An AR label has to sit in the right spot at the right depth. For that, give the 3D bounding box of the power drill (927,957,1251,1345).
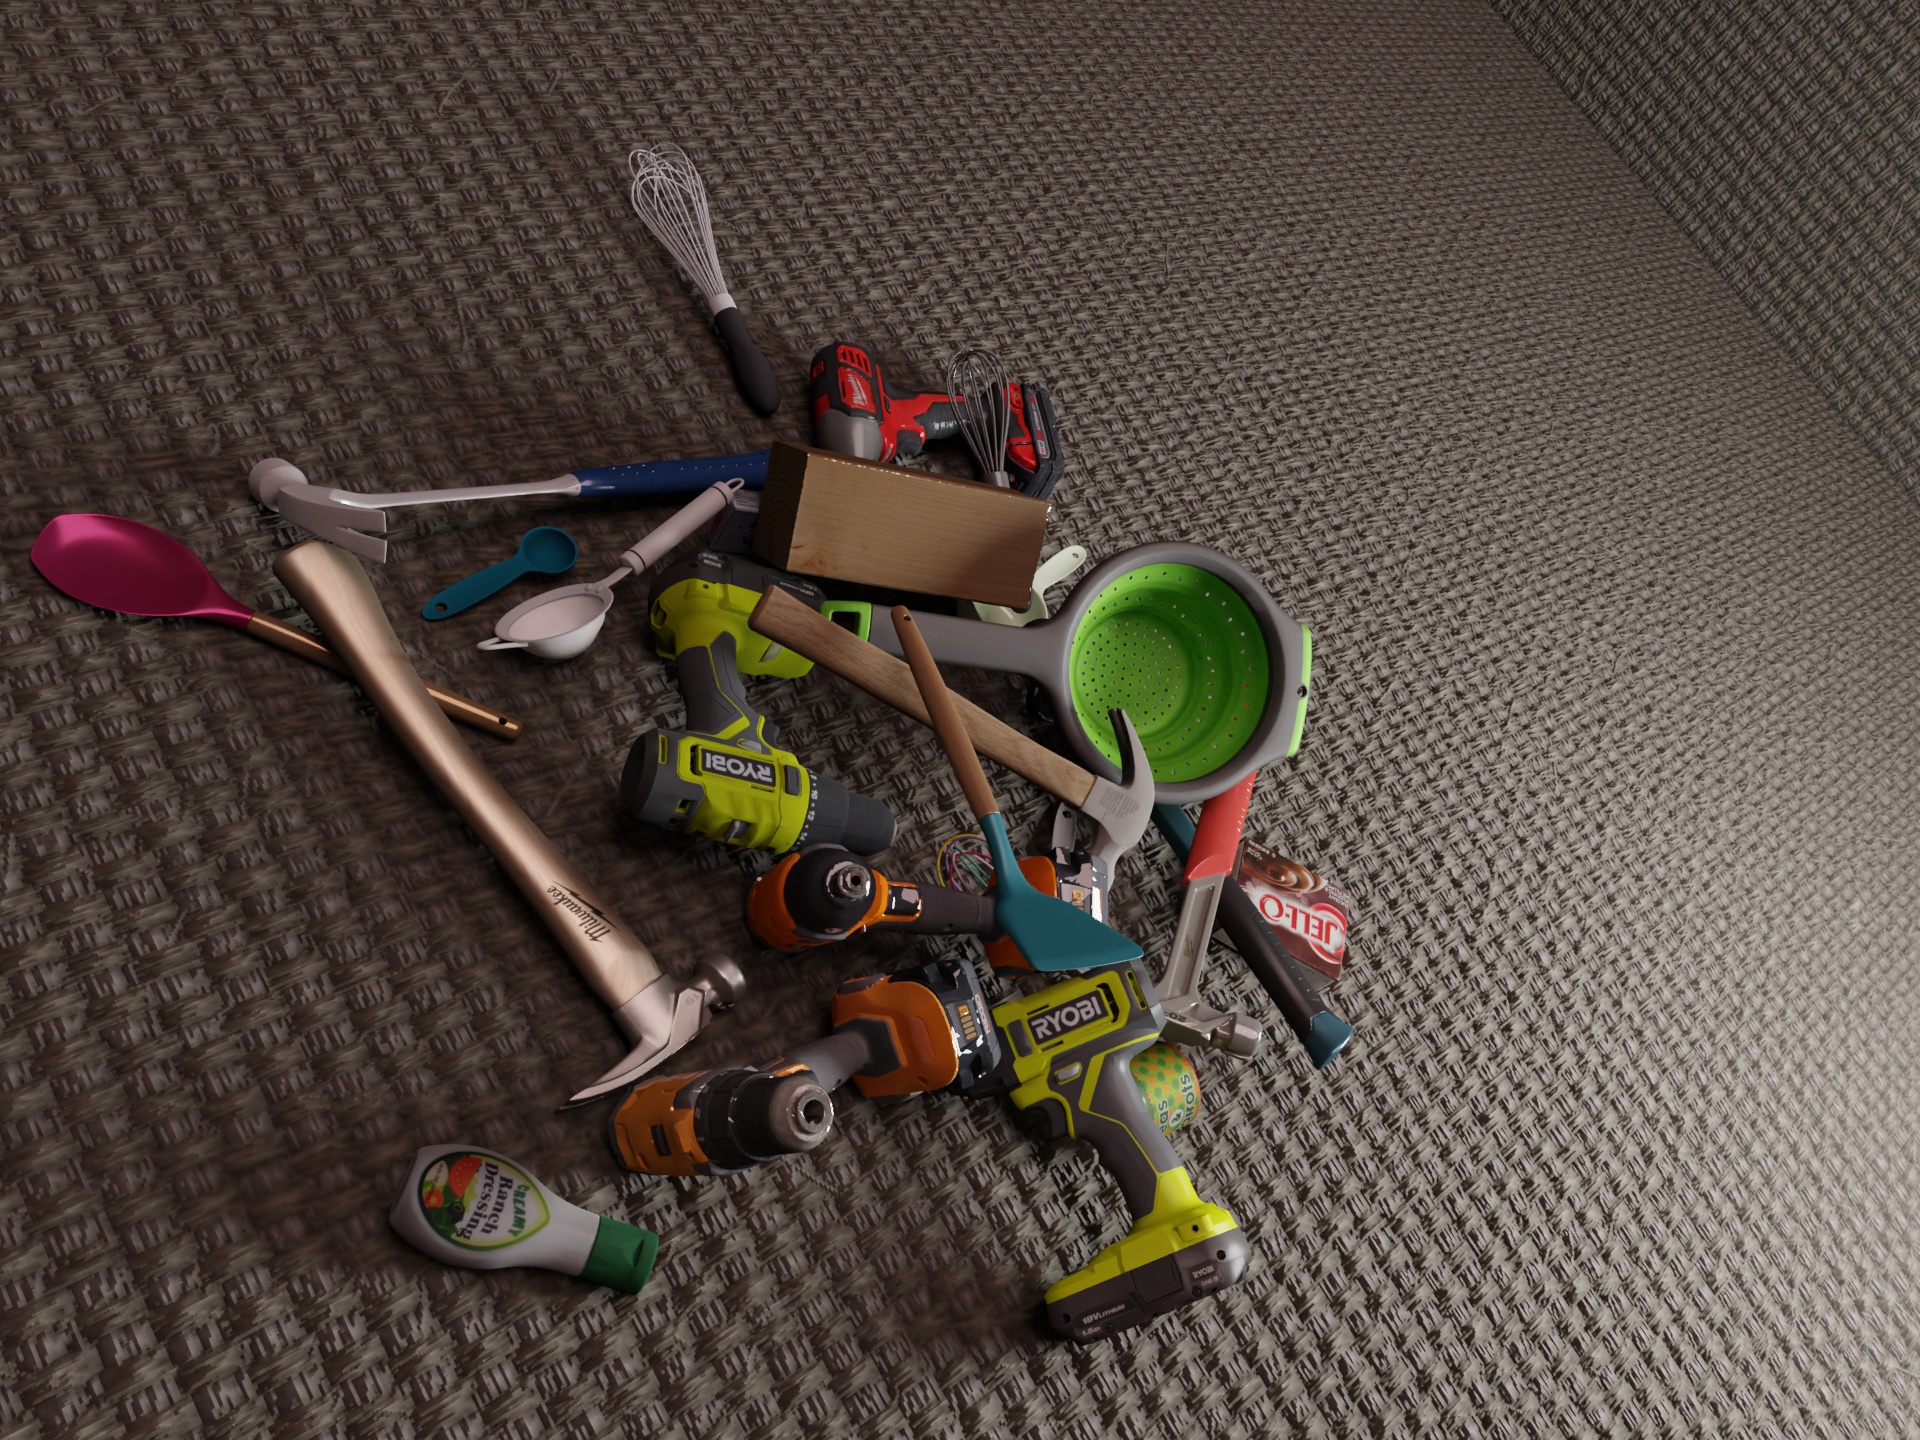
[{"bbox_3d":[0.084,0.290,1.066,0.171,0.080,0.223,-23,69,3],"label":"power drill"}]

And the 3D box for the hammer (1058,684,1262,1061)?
[{"bbox_3d":[0.192,0.092,1.254,0.149,0.036,0.359,22,50,1],"label":"hammer"}]

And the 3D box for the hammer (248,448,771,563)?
[{"bbox_3d":[-0.295,-0.171,1.180,0.405,0.035,0.144,-13,31,-43],"label":"hammer"}]

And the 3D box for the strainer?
[{"bbox_3d":[-0.245,-0.109,1.168,0.258,0.087,0.050,-45,132,-32],"label":"strainer"}]

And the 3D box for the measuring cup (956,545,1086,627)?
[{"bbox_3d":[0.058,-0.110,1.389,0.083,0.038,0.167,47,45,5],"label":"measuring cup"}]

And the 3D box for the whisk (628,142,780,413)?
[{"bbox_3d":[-0.223,-0.389,1.398,0.070,0.070,0.285,-15,72,-38],"label":"whisk"}]

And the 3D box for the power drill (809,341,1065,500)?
[{"bbox_3d":[-0.025,-0.251,1.411,0.219,0.078,0.143,7,55,-25],"label":"power drill"}]

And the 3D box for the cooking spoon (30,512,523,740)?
[{"bbox_3d":[-0.442,-0.054,1.047,0.318,0.017,0.069,24,54,-15],"label":"cooking spoon"}]

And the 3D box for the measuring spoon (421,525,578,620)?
[{"bbox_3d":[-0.335,-0.100,1.153,0.128,0.021,0.042,-36,78,-33],"label":"measuring spoon"}]

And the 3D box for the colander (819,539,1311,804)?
[{"bbox_3d":[0.076,-0.048,1.245,0.397,0.094,0.204,8,88,-16],"label":"colander"}]

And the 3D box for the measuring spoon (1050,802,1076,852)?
[{"bbox_3d":[0.076,0.111,1.264,0.034,0.018,0.124,28,41,-13],"label":"measuring spoon"}]

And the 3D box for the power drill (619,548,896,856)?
[{"bbox_3d":[-0.142,-0.004,1.137,0.190,0.080,0.229,15,44,-25],"label":"power drill"}]

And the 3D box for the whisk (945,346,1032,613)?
[{"bbox_3d":[0.030,-0.206,1.350,0.055,0.055,0.239,-6,81,-35],"label":"whisk"}]

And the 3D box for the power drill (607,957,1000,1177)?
[{"bbox_3d":[-0.079,0.215,0.975,0.226,0.185,0.084,-15,86,-41],"label":"power drill"}]

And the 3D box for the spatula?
[{"bbox_3d":[0.016,0.037,1.042,0.082,0.044,0.318,-3,52,-31],"label":"spatula"}]

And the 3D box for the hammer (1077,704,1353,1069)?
[{"bbox_3d":[0.205,0.130,1.272,0.128,0.033,0.331,-18,59,-27],"label":"hammer"}]

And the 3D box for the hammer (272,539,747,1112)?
[{"bbox_3d":[-0.315,0.056,1.021,0.410,0.038,0.146,51,49,4],"label":"hammer"}]

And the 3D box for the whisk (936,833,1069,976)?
[{"bbox_3d":[0.072,0.181,1.196,0.245,0.051,0.047,47,68,-1],"label":"whisk"}]

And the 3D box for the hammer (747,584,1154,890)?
[{"bbox_3d":[-0.002,-0.004,1.154,0.331,0.031,0.130,30,81,-14],"label":"hammer"}]

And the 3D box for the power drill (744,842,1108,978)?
[{"bbox_3d":[-0.017,0.124,1.071,0.226,0.164,0.084,6,75,-20],"label":"power drill"}]
